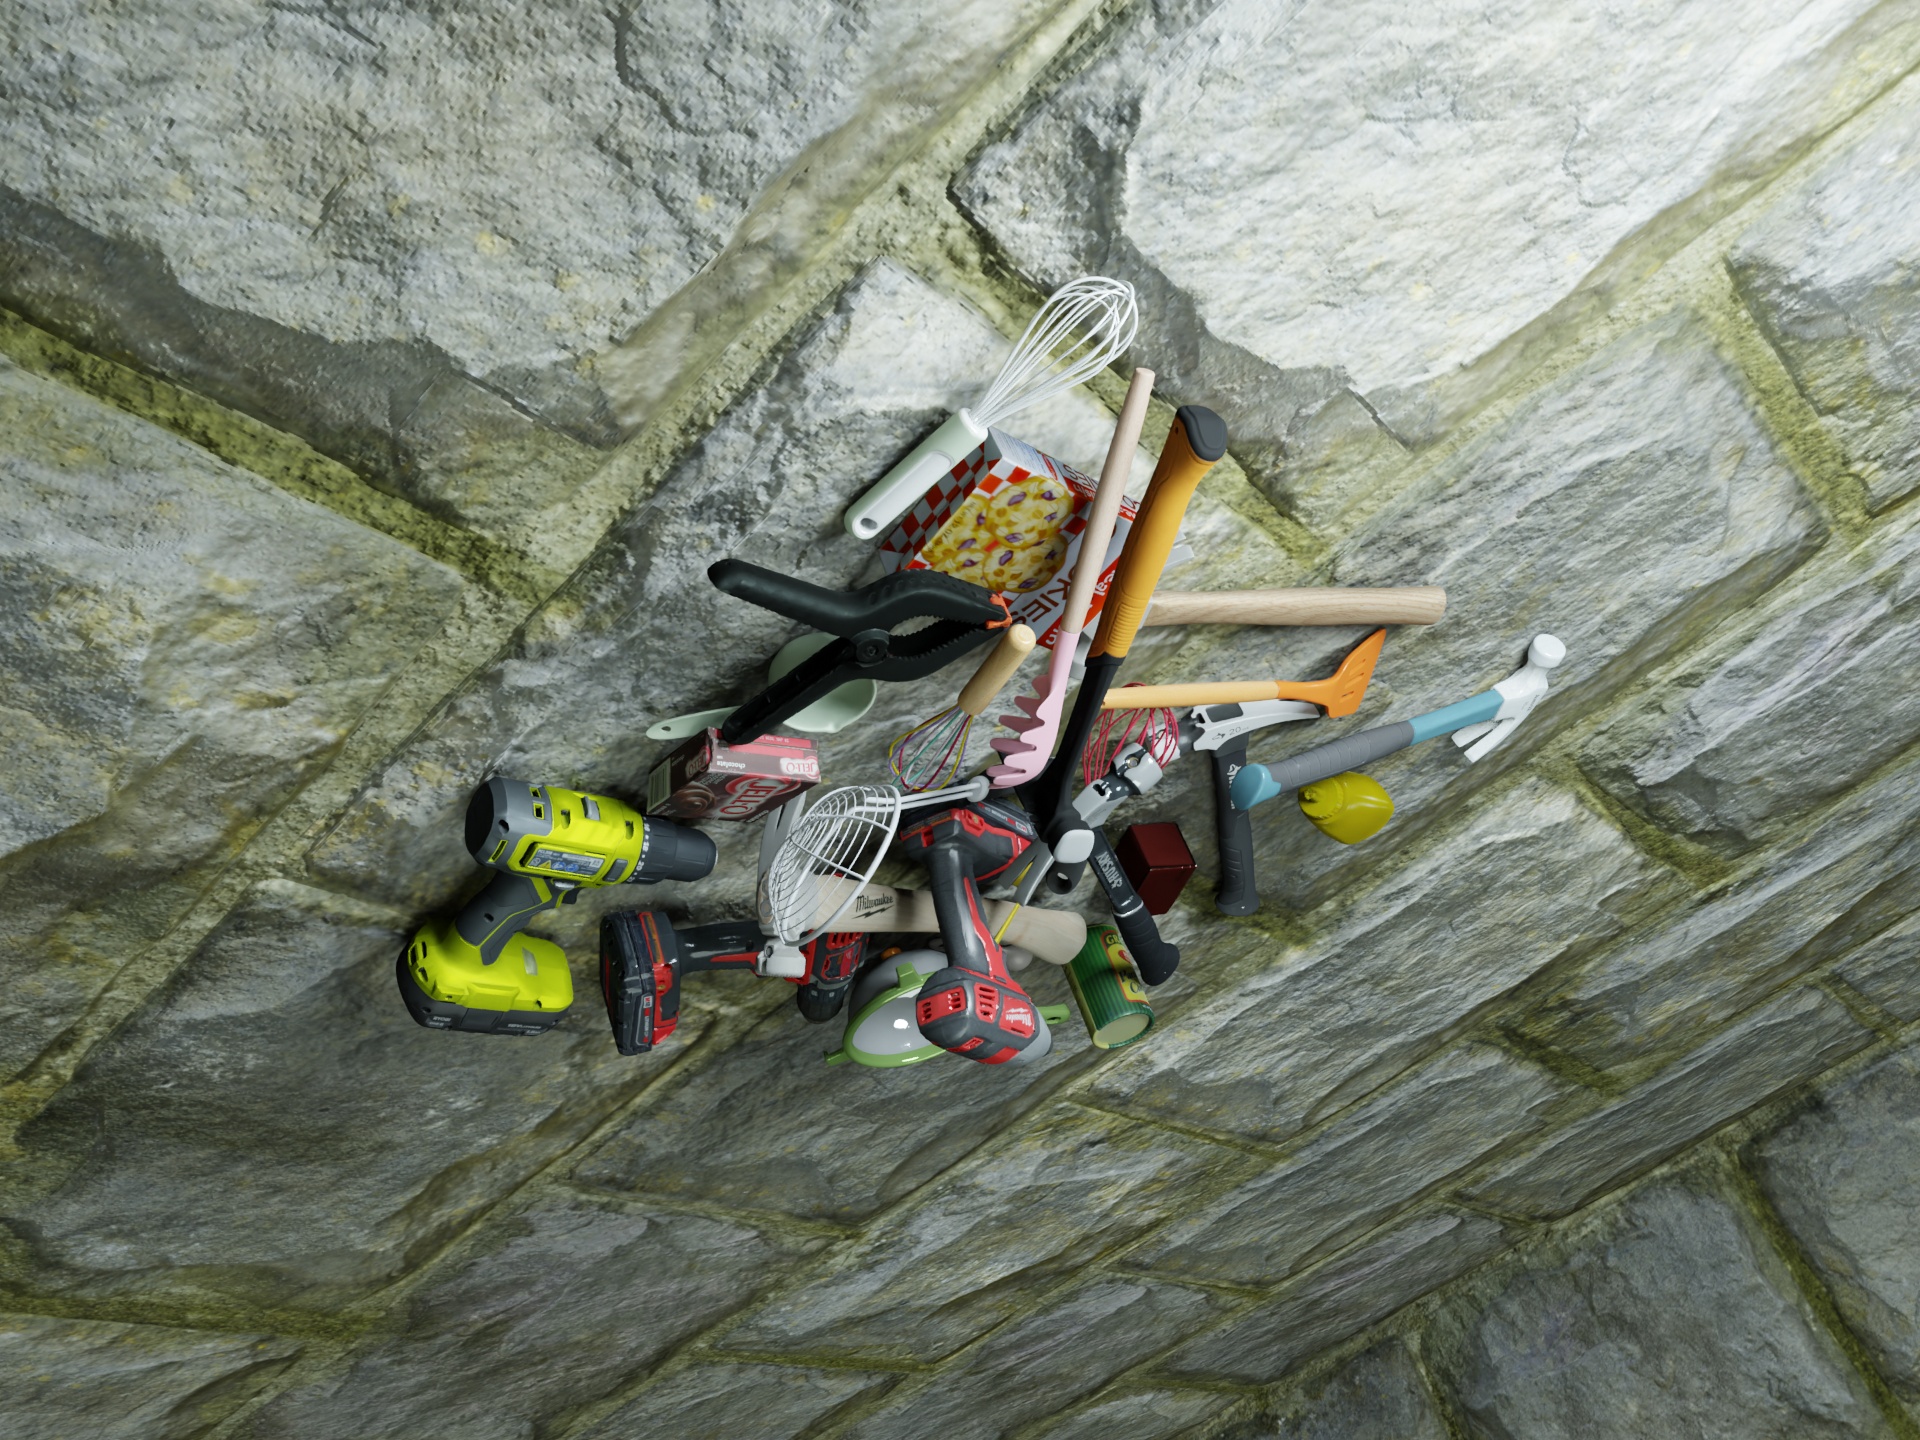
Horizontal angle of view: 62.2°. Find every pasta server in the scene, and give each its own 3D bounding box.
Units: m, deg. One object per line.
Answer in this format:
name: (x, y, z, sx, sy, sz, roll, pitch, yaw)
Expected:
pasta server: (0.074, -0.087, 1.075, 0.040, 0.060, 0.316, 10, 119, -8)

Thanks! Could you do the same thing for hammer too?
hammer: (0.256, 0.086, 1.460, 0.146, 0.035, 0.334, -20, 142, -2)
hammer: (0.381, 0.014, 1.398, 0.331, 0.033, 0.128, -17, 144, -22)
hammer: (0.137, 0.157, 1.364, 0.149, 0.036, 0.408, -41, 150, -6)
hammer: (0.105, -0.066, 1.104, 0.034, 0.127, 0.336, 2, 126, -25)
hammer: (0.243, -0.091, 1.244, 0.331, 0.031, 0.130, -3, 139, -24)
hammer: (-0.018, 0.157, 1.376, 0.038, 0.146, 0.410, -5, 167, 39)

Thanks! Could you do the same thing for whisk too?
whisk: (0.119, 0.069, 1.353, 0.073, 0.073, 0.295, -6, 146, -19)
whisk: (-0.004, -0.005, 1.175, 0.051, 0.047, 0.245, -17, 161, -30)
whisk: (0.014, -0.191, 1.002, 0.246, 0.059, 0.057, -38, 127, 26)

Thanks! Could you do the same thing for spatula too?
spatula: (0.224, -0.027, 1.266, 0.322, 0.041, 0.081, -3, 121, -30)

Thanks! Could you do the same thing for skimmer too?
skimmer: (-0.008, 0.083, 1.179, 0.127, 0.090, 0.363, -42, 161, 31)

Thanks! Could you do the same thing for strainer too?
strainer: (-0.004, 0.258, 1.497, 0.256, 0.069, 0.151, 7, 133, -38)

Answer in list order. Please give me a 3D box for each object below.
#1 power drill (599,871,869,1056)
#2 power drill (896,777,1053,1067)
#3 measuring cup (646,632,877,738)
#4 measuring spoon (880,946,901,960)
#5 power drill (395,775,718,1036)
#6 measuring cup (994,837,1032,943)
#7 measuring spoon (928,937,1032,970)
power drill: (-0.191, 0.219, 1.373, 0.226, 0.080, 0.187, -9, 141, -20)
power drill: (0.018, 0.171, 1.285, 0.078, 0.220, 0.143, -26, 144, 28)
measuring cup: (-0.144, -0.020, 1.141, 0.167, 0.038, 0.083, -13, 140, -1)
measuring spoon: (-0.046, 0.245, 1.522, 0.021, 0.011, 0.116, -27, 142, 7)
power drill: (-0.313, 0.143, 1.221, 0.190, 0.080, 0.228, 15, 126, -38)
measuring cup: (0.034, 0.161, 1.382, 0.156, 0.029, 0.062, -60, 169, -9)
measuring spoon: (0.021, 0.225, 1.525, 0.124, 0.018, 0.034, 14, 130, -36)
